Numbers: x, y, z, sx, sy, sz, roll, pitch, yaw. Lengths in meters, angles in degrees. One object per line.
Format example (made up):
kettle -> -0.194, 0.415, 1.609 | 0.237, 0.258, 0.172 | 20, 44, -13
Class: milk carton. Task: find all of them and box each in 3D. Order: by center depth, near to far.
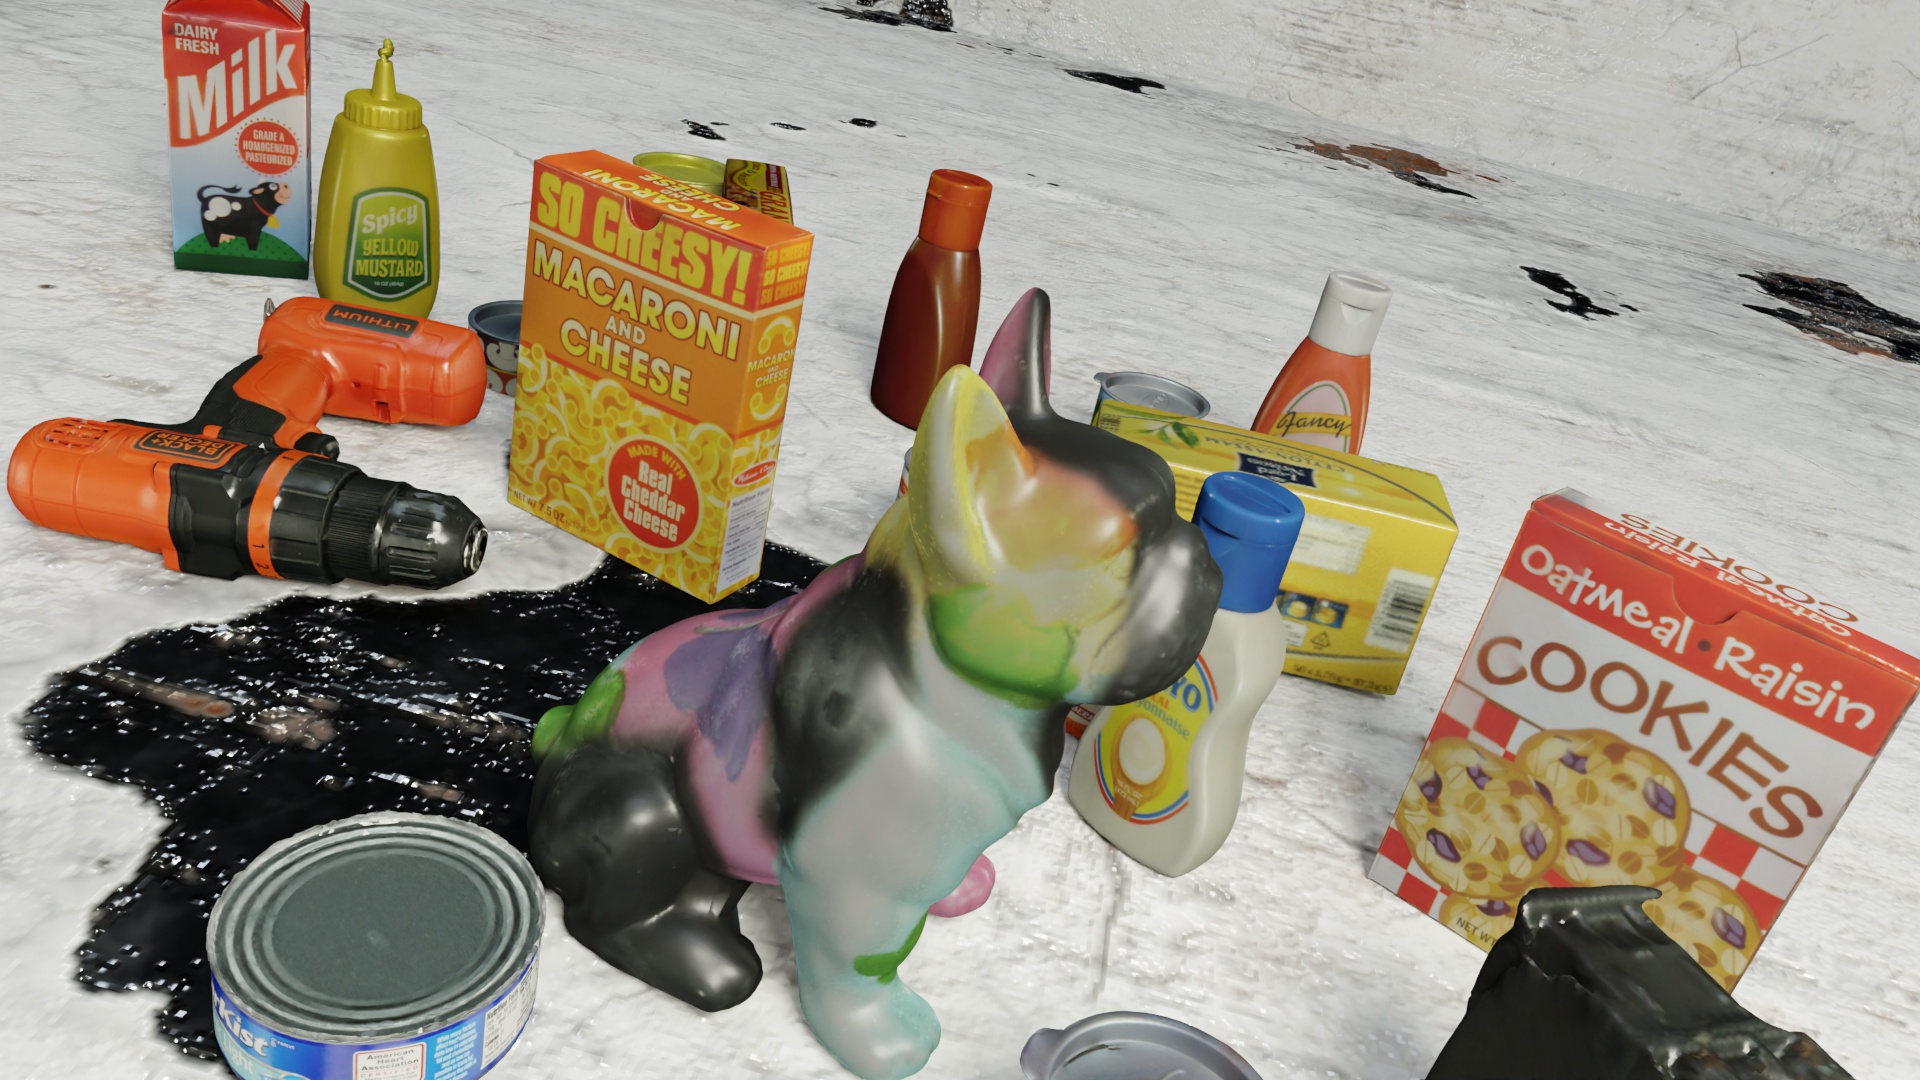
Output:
milk carton -> -0.419, -0.256, 0.809 | 0.073, 0.189, 0.072 | 1, 29, -24

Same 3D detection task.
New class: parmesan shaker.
parmesan shaker -> -0.181, -0.186, 0.878 | 0.071, 0.102, 0.071 | 11, 27, -5

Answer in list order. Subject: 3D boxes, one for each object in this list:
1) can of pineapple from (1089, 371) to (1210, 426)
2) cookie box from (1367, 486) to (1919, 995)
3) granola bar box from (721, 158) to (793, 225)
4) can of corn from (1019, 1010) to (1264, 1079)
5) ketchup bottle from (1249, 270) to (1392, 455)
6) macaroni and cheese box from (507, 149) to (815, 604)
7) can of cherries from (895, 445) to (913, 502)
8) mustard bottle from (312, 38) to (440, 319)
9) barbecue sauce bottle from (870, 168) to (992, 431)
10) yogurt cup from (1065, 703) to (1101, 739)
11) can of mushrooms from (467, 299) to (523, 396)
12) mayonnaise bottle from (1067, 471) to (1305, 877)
can of pineapple -> 0.107, -0.062, 0.821 | 0.071, 0.057, 0.071 | 11, 27, -5
cookie box -> 0.230, 0.082, 0.484 | 0.123, 0.166, 0.040 | 31, 31, 31
granola bar box -> -0.121, -0.132, 0.780 | 0.039, 0.123, 0.166 | 7, 28, -13
can of corn -> 0.042, 0.166, 0.358 | 0.071, 0.058, 0.071 | 11, 27, -5
ketchup bottle -> 0.206, -0.079, 0.800 | 0.065, 0.148, 0.044 | 15, 27, 3
macaroni and cheese box -> -0.136, -0.072, 0.612 | 0.124, 0.165, 0.040 | 24, 29, 20
can of cherries -> 0.002, -0.008, 0.672 | 0.071, 0.058, 0.072 | 11, 27, -5
mustard bottle -> -0.323, -0.196, 0.772 | 0.065, 0.159, 0.049 | -9, 35, -37
barbecue sauce bottle -> -0.015, -0.142, 0.819 | 0.044, 0.147, 0.065 | -10, 35, -38
yogurt cup -> 0.069, 0.053, 0.591 | 0.072, 0.053, 0.073 | 11, 27, -5
can of mushrooms -> -0.239, -0.107, 0.778 | 0.071, 0.033, 0.071 | 11, 27, -5
mayonnaise bottle -> 0.084, 0.048, 0.504 | 0.041, 0.147, 0.065 | -16, 39, -44
